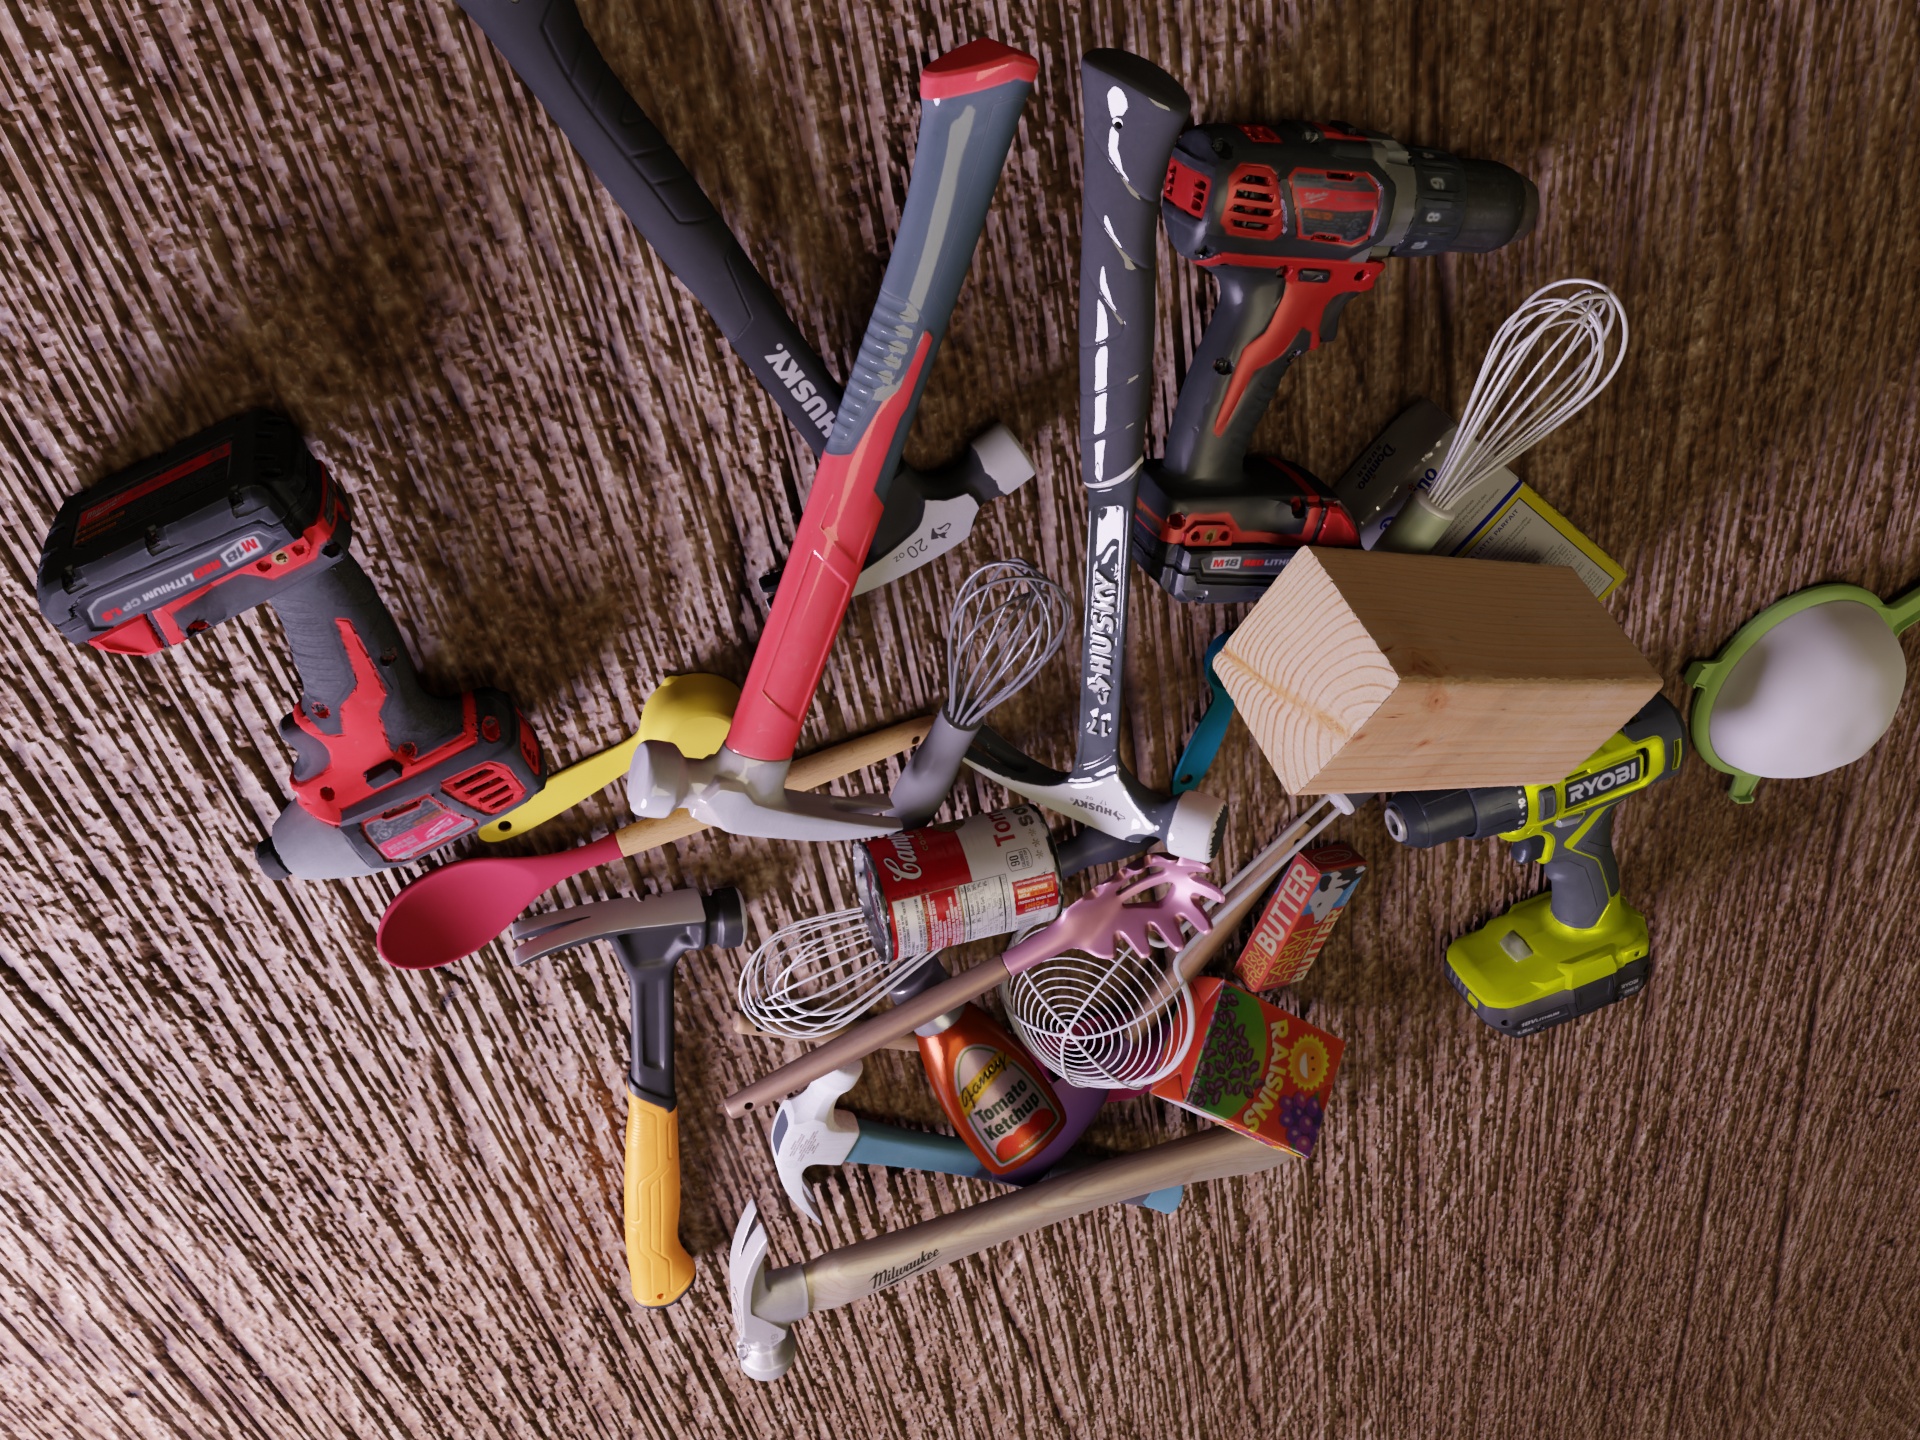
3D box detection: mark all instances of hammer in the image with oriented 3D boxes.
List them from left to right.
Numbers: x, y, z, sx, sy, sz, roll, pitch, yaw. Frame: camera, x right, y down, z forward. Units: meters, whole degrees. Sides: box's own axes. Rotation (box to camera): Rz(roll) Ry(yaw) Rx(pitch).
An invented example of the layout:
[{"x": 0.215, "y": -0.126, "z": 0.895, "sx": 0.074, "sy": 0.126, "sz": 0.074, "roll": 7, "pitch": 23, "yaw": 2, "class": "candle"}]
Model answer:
[{"x": -0.195, "y": 0.243, "z": 0.964, "sx": 0.127, "sy": 0.034, "sz": 0.336, "roll": -6, "pitch": 125, "yaw": -17, "class": "hammer"}, {"x": -0.105, "y": -0.185, "z": 0.699, "sx": 0.146, "sy": 0.035, "sz": 0.334, "roll": -35, "pitch": 128, "yaw": 5, "class": "hammer"}, {"x": -0.034, "y": -0.109, "z": 0.732, "sx": 0.143, "sy": 0.038, "sz": 0.386, "roll": 9, "pitch": 119, "yaw": -27, "class": "hammer"}, {"x": 0.022, "y": 0.300, "z": 1.085, "sx": 0.330, "sy": 0.033, "sz": 0.128, "roll": 18, "pitch": 115, "yaw": -30, "class": "hammer"}, {"x": 0.049, "y": 0.317, "z": 1.052, "sx": 0.410, "sy": 0.038, "sz": 0.146, "roll": -12, "pitch": 129, "yaw": -20, "class": "hammer"}, {"x": 0.067, "y": -0.102, "z": 0.748, "sx": 0.149, "sy": 0.036, "sz": 0.408, "roll": 16, "pitch": 133, "yaw": 20, "class": "hammer"}]

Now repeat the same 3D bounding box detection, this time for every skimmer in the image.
[{"x": 0.181, "y": 0.088, "z": 0.988, "sx": 0.363, "sy": 0.090, "sz": 0.127, "roll": -41, "pitch": 90, "yaw": -4, "class": "skimmer"}]

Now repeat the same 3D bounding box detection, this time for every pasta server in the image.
[{"x": 0.004, "y": 0.159, "z": 0.926, "sx": 0.316, "sy": 0.040, "sz": 0.060, "roll": -28, "pitch": 112, "yaw": 2, "class": "pasta server"}]

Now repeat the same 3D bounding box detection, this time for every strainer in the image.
[{"x": 0.610, "y": -0.040, "z": 1.042, "sx": 0.256, "sy": 0.069, "sz": 0.151, "roll": -35, "pitch": 128, "yaw": 7, "class": "strainer"}]

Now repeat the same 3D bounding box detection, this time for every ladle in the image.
[{"x": -0.158, "y": 0.057, "z": 0.853, "sx": 0.315, "sy": 0.031, "sz": 0.069, "roll": -21, "pitch": 140, "yaw": -8, "class": "ladle"}]

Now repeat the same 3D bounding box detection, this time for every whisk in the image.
[{"x": -0.002, "y": -0.002, "z": 0.819, "sx": 0.055, "sy": 0.055, "sz": 0.238, "roll": 1, "pitch": 145, "yaw": -21, "class": "whisk"}, {"x": 0.004, "y": 0.107, "z": 0.931, "sx": 0.284, "sy": 0.070, "sz": 0.070, "roll": -24, "pitch": 128, "yaw": -10, "class": "whisk"}, {"x": 0.248, "y": -0.116, "z": 0.812, "sx": 0.057, "sy": 0.059, "sz": 0.246, "roll": -9, "pitch": 141, "yaw": -45, "class": "whisk"}]

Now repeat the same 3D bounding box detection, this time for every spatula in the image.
[{"x": 0.123, "y": 0.186, "z": 1.033, "sx": 0.059, "sy": 0.018, "sz": 0.316, "roll": 29, "pitch": 103, "yaw": -36, "class": "spatula"}]

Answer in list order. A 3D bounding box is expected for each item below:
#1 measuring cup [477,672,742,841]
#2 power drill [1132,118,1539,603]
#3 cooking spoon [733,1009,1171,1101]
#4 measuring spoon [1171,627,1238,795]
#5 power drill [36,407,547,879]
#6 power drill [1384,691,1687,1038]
[{"x": -0.179, "y": 0.030, "z": 0.823, "sx": 0.156, "sy": 0.029, "sz": 0.062, "roll": -29, "pitch": 128, "yaw": -1, "class": "measuring cup"}, {"x": 0.177, "y": -0.176, "z": 0.786, "sx": 0.188, "sy": 0.080, "sz": 0.226, "roll": -3, "pitch": 121, "yaw": -19, "class": "power drill"}, {"x": 0.006, "y": 0.206, "z": 1.023, "sx": 0.318, "sy": 0.017, "sz": 0.068, "roll": 11, "pitch": 104, "yaw": -26, "class": "cooking spoon"}, {"x": 0.146, "y": -0.006, "z": 0.932, "sx": 0.042, "sy": 0.021, "sz": 0.128, "roll": 0, "pitch": 132, "yaw": -21, "class": "measuring spoon"}, {"x": -0.300, "y": -0.016, "z": 0.721, "sx": 0.143, "sy": 0.079, "sz": 0.219, "roll": -26, "pitch": 131, "yaw": -1, "class": "power drill"}, {"x": 0.376, "y": 0.098, "z": 1.049, "sx": 0.190, "sy": 0.080, "sz": 0.228, "roll": -20, "pitch": 125, "yaw": -7, "class": "power drill"}]
